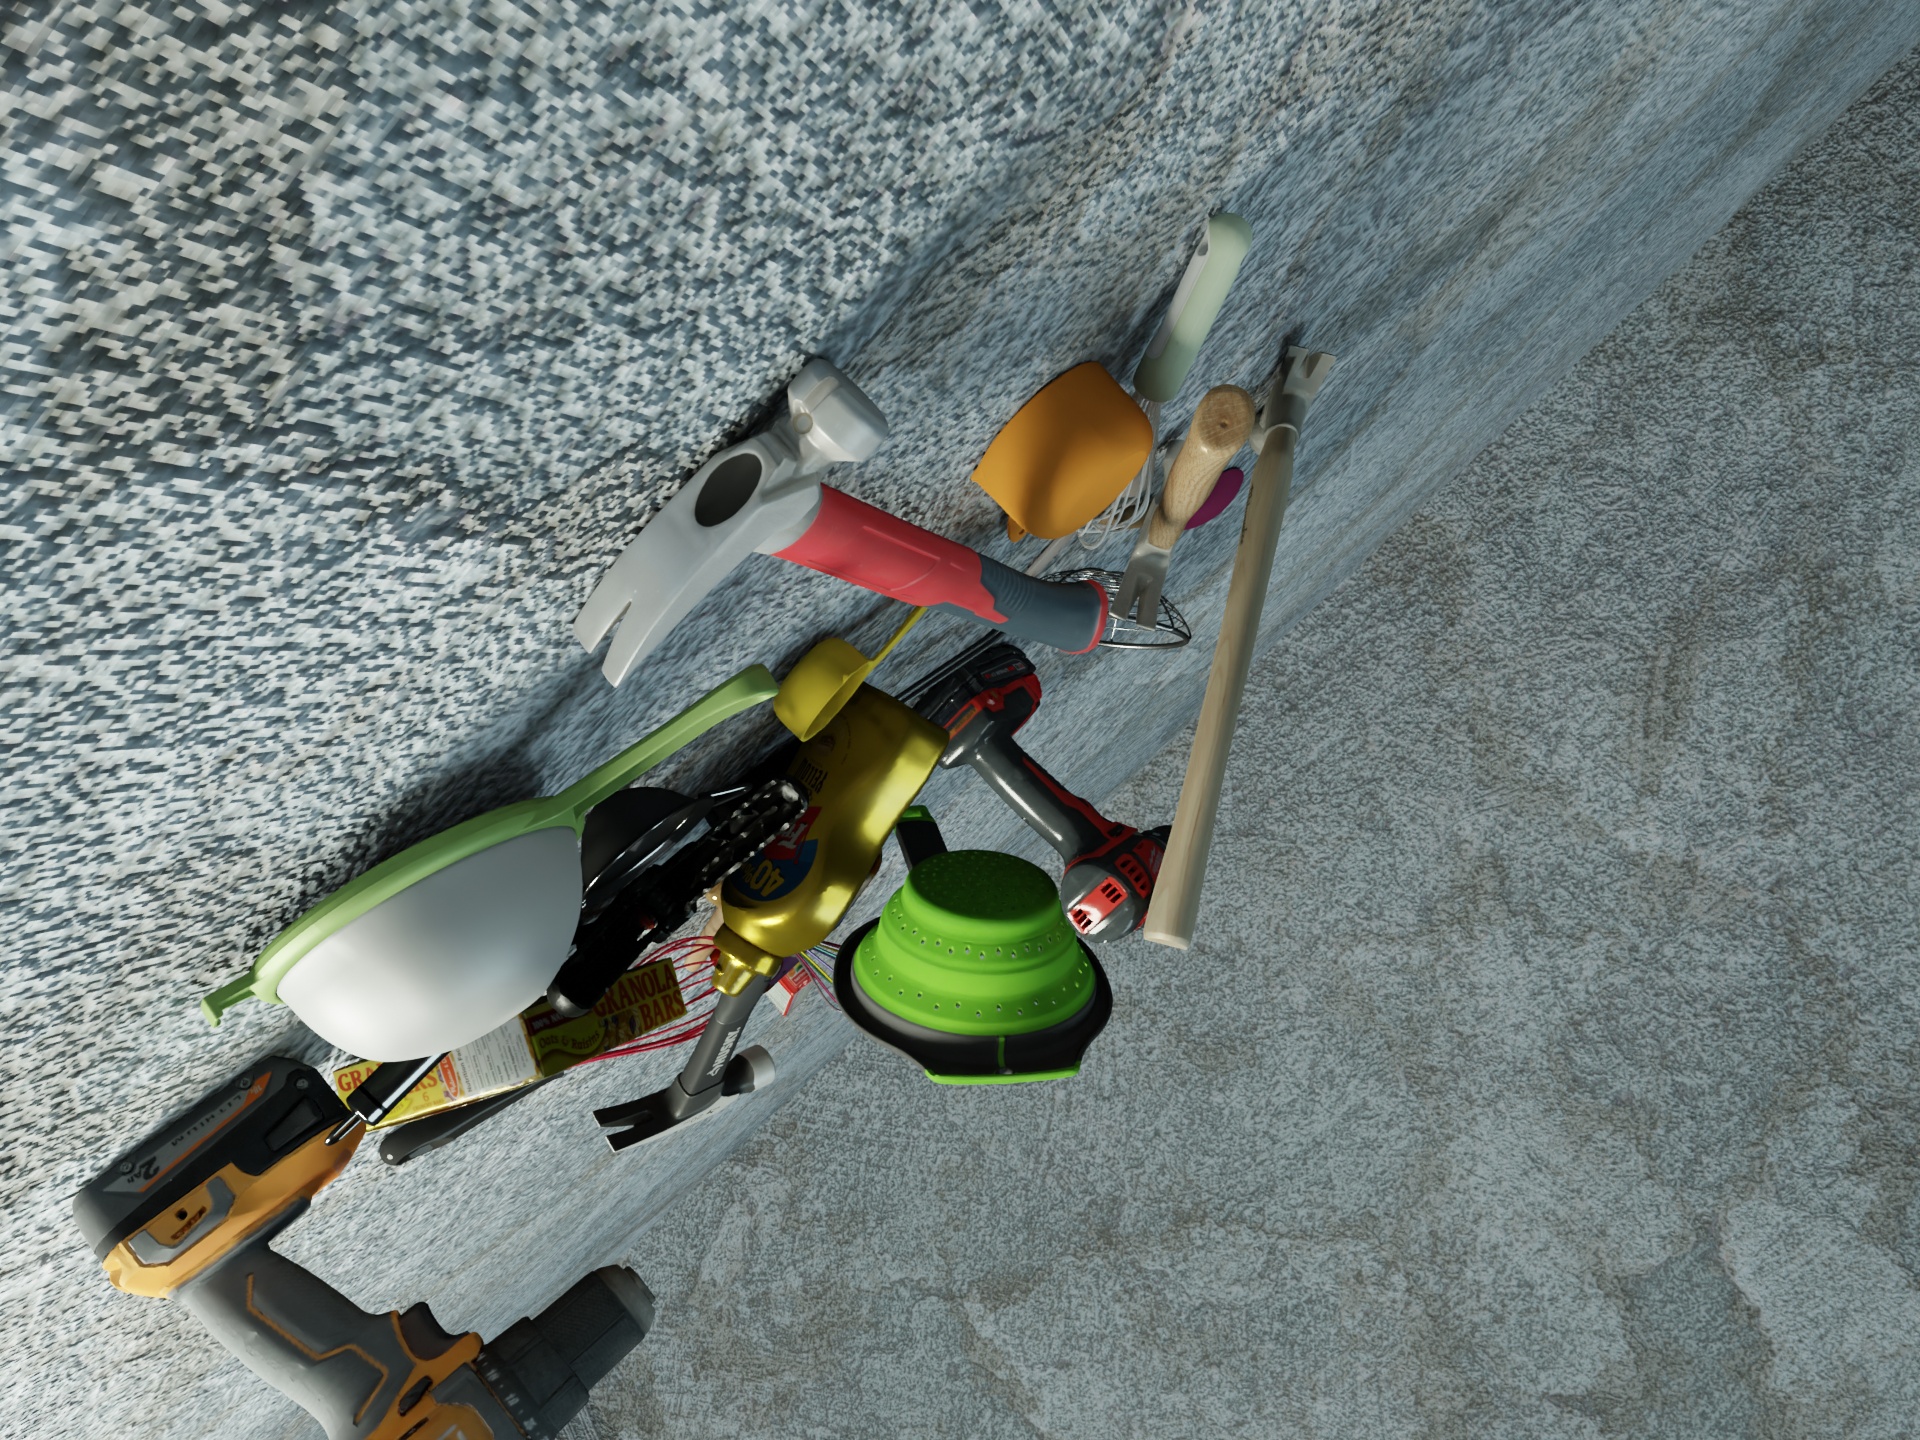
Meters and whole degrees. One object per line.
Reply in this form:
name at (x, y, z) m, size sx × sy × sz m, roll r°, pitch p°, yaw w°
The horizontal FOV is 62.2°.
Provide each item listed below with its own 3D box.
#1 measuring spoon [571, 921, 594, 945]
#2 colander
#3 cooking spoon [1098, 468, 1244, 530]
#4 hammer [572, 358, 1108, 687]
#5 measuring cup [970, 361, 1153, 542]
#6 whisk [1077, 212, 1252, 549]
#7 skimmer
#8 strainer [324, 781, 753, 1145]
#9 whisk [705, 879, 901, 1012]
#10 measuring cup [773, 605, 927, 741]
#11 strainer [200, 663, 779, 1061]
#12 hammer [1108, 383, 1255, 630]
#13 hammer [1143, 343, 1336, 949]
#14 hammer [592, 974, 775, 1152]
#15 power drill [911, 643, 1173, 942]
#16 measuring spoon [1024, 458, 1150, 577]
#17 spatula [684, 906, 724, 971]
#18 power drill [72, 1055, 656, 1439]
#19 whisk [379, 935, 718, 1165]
measuring spoon at (-0.231, 0.125, 0.942) m, size 0.021 × 0.011 × 0.117 m, roll -47°, pitch 165°, yaw 25°
colander at (-0.004, 0.124, 1.216) m, size 0.397 × 0.204 × 0.094 m, roll -117°, pitch -151°, yaw -64°
cooking spoon at (0.161, -0.159, 1.199) m, size 0.068 × 0.017 × 0.319 m, roll -47°, pitch 169°, yaw 24°
hammer at (-0.020, -0.057, 0.744) m, size 0.143 × 0.038 × 0.386 m, roll -43°, pitch 161°, yaw 14°
measuring cup at (0.054, -0.121, 0.855) m, size 0.095 × 0.052 × 0.173 m, roll -39°, pitch 167°, yaw -15°
whisk at (0.100, -0.174, 0.848) m, size 0.246 × 0.059 × 0.058 m, roll 115°, pitch -19°, yaw -57°
skimmer at (-0.002, -0.003, 1.032) m, size 0.363 × 0.090 × 0.127 m, roll -34°, pitch -161°, yaw -29°
strainer at (-0.206, 0.104, 0.768) m, size 0.258 × 0.050 × 0.087 m, roll -47°, pitch 177°, yaw -22°
whisk at (-0.114, 0.174, 1.191) m, size 0.244 × 0.051 × 0.047 m, roll 46°, pitch 51°, yaw -49°
measuring cup at (-0.048, -0.050, 0.875) m, size 0.156 × 0.029 × 0.062 m, roll -50°, pitch 177°, yaw -32°
strainer at (-0.169, 0.070, 0.659) m, size 0.256 × 0.069 × 0.151 m, roll -33°, pitch 172°, yaw 11°
hammer at (0.126, -0.128, 0.900) m, size 0.331 × 0.031 × 0.130 m, roll 57°, pitch 52°, yaw -86°
hammer at (0.186, -0.050, 1.078) m, size 0.146 × 0.038 × 0.411 m, roll 89°, pitch 15°, yaw -78°
hammer at (-0.156, 0.192, 1.087) m, size 0.146 × 0.035 × 0.334 m, roll -19°, pitch 152°, yaw -37°
power drill at (0.077, 0.053, 1.167) m, size 0.080 × 0.227 × 0.188 m, roll -46°, pitch 169°, yaw 24°
measuring spoon at (0.083, -0.125, 1.043) m, size 0.124 × 0.018 × 0.034 m, roll -45°, pitch 170°, yaw 19°
spatula at (-0.141, 0.098, 1.136) m, size 0.060 × 0.018 × 0.315 m, roll -35°, pitch 167°, yaw -46°
power drill at (-0.272, 0.265, 0.744) m, size 0.185 × 0.226 × 0.084 m, roll -37°, pitch 169°, yaw -25°
whisk at (-0.268, 0.230, 1.116) m, size 0.296 × 0.073 × 0.073 m, roll -26°, pitch 162°, yaw -36°
